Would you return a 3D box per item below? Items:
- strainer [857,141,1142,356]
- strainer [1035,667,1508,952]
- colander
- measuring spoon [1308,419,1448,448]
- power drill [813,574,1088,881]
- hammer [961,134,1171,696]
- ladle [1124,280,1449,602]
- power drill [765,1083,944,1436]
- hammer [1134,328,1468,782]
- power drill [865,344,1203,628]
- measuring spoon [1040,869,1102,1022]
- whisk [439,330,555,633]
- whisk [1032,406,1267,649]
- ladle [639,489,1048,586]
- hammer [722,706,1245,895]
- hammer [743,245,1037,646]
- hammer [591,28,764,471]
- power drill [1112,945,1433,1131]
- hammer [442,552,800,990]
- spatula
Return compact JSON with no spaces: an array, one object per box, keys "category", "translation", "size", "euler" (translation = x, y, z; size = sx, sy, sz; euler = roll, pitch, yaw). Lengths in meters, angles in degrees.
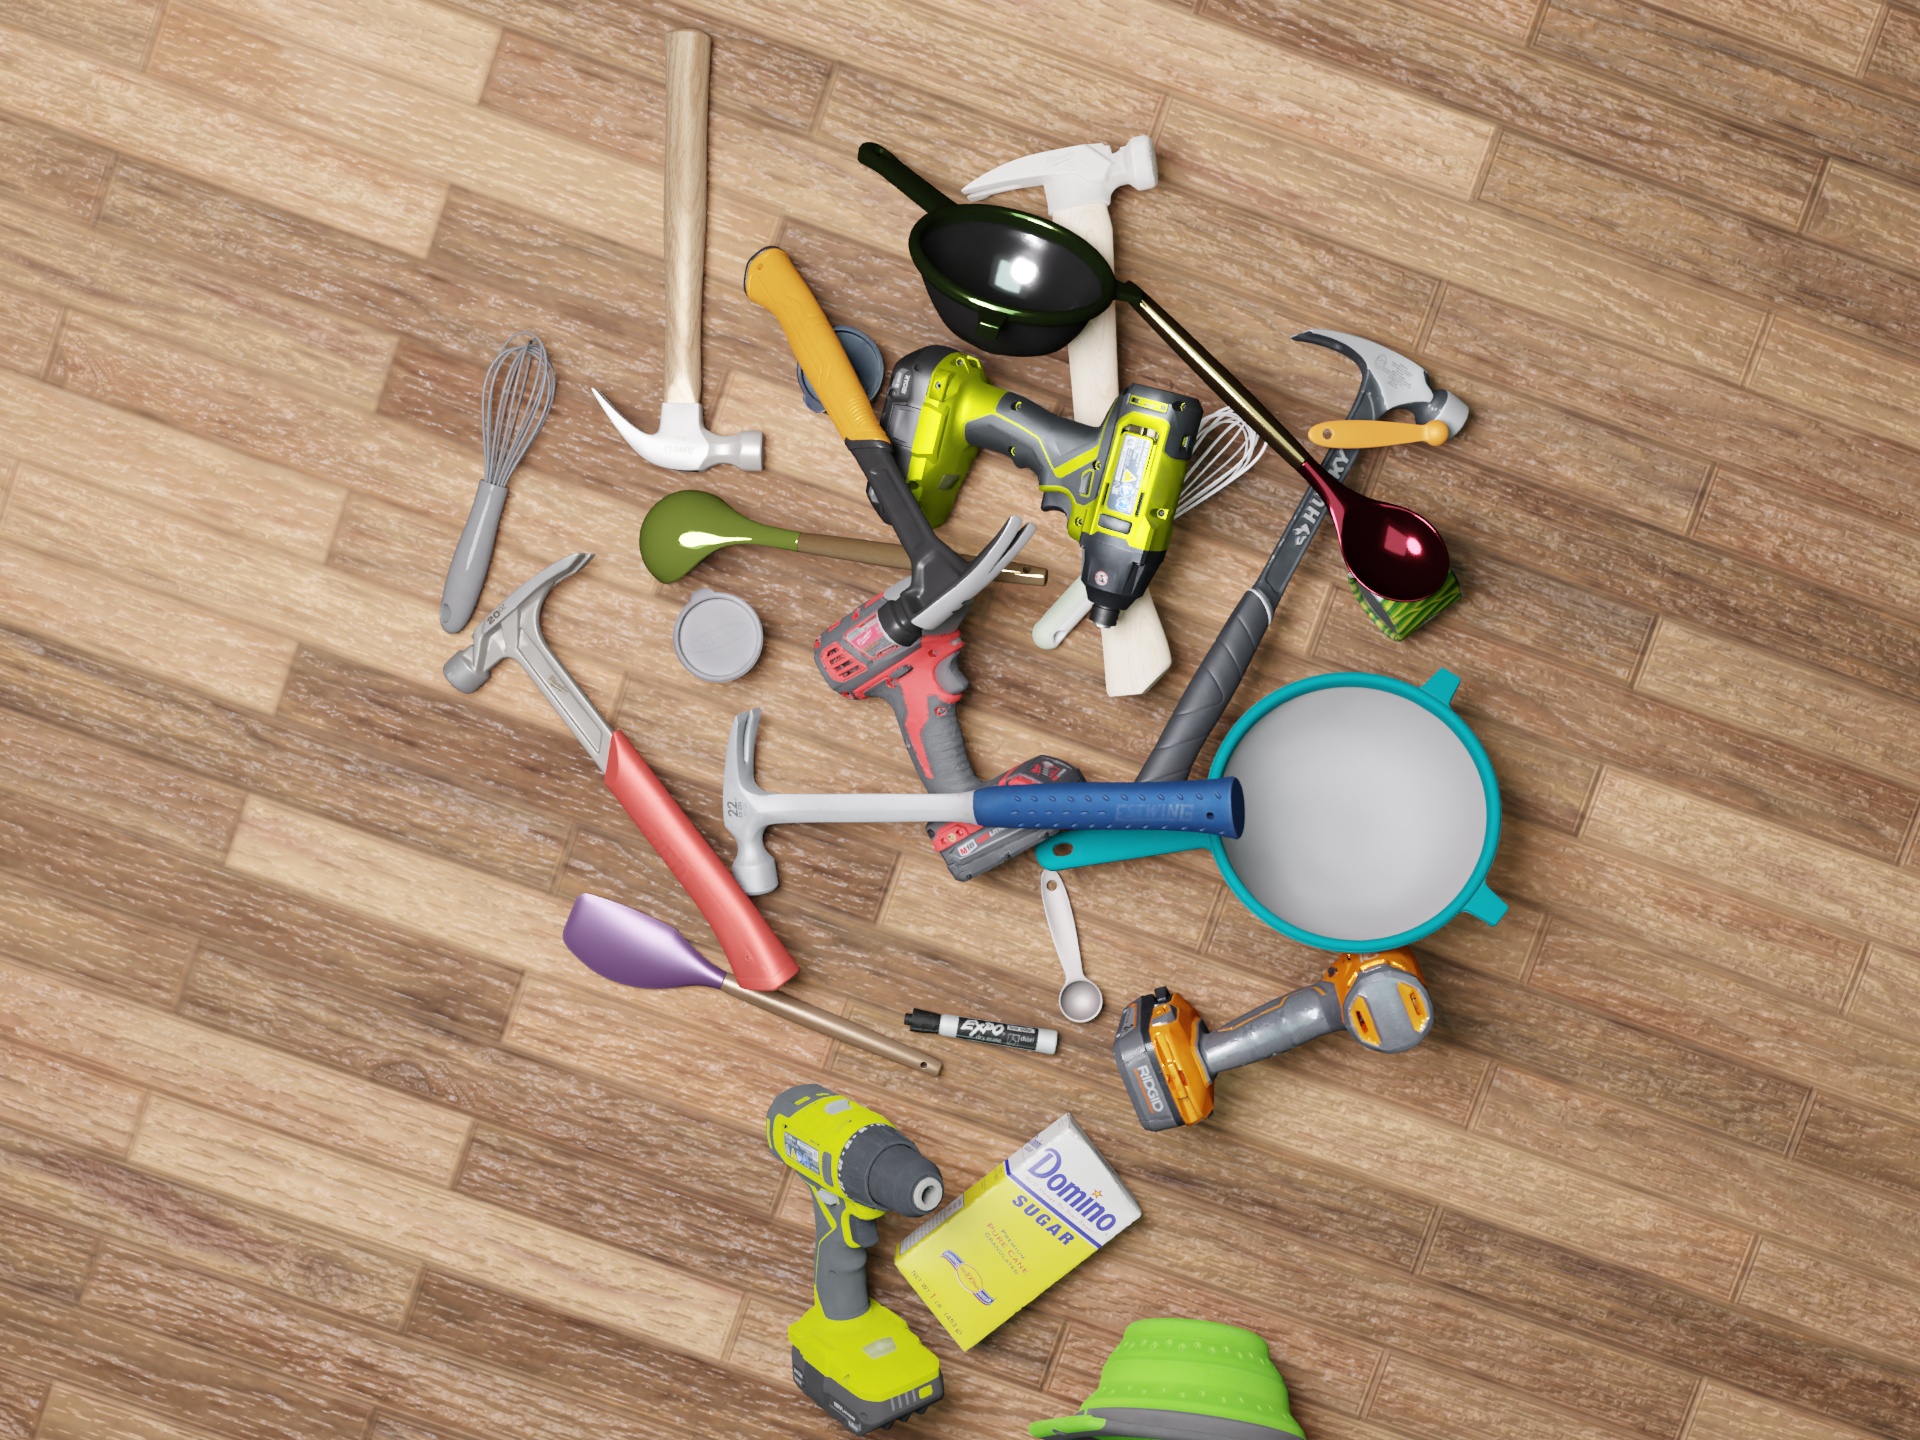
[{"category":"strainer","translation":[-0.001,-0.336,1.163],"size":[0.151,0.069,0.257],"euler":[-21,54,-34]},{"category":"strainer","translation":[0.230,0.086,1.210],"size":[0.340,0.095,0.211],"euler":[-9,71,10]},{"category":"colander","translation":[0.250,0.538,1.231],"size":[0.397,0.204,0.095],"euler":[19,58,-17]},{"category":"measuring spoon","translation":[0.312,-0.213,1.180],"size":[0.117,0.011,0.021],"euler":[-4,93,-16]},{"category":"power drill","translation":[-0.002,-0.004,1.195],"size":[0.143,0.078,0.219],"euler":[-31,91,27]},{"category":"hammer","translation":[0.094,-0.222,1.195],"size":[0.146,0.038,0.410],"euler":[-6,89,15]},{"category":"ladle","translation":[0.229,-0.204,1.150],"size":[0.069,0.031,0.315],"euler":[-45,89,-8]},{"category":"power drill","translation":[-0.071,0.399,1.183],"size":[0.080,0.191,0.228],"euler":[-9,99,-34]},{"category":"hammer","translation":[0.228,-0.104,1.183],"size":[0.149,0.036,0.409],"euler":[32,83,-16]},{"category":"power drill","translation":[0.050,-0.175,1.156],"size":[0.223,0.080,0.171],"euler":[21,105,24]},{"category":"measuring spoon","translation":[0.084,0.176,1.255],"size":[0.034,0.018,0.124],"euler":[-14,86,0]},{"category":"whisk","translation":[-0.360,-0.180,1.219],"size":[0.055,0.055,0.239],"euler":[18,97,-1]},{"category":"whisk","translation":[0.144,-0.147,1.223],"size":[0.246,0.057,0.059],"euler":[-47,58,6]},{"category":"ladle","translation":[-0.090,-0.121,1.173],"size":[0.320,0.062,0.078],"euler":[9,61,14]},{"category":"hammer","translation":[0.002,0.057,1.146],"size":[0.405,0.035,0.144],"euler":[-2,101,25]},{"category":"hammer","translation":[-0.070,-0.220,1.141],"size":[0.127,0.034,0.337],"euler":[-39,65,22]},{"category":"hammer","translation":[-0.214,-0.357,1.217],"size":[0.130,0.031,0.331],"euler":[1,92,-1]},{"category":"power drill","translation":[0.237,0.223,1.198],"size":[0.226,0.164,0.084],"euler":[-21,93,13]},{"category":"hammer","translation":[-0.235,0.051,1.208],"size":[0.149,0.037,0.359],"euler":[-39,87,13]},{"category":"spatula","translation":[-0.163,0.217,1.251],"size":[0.316,0.018,0.060],"euler":[22,93,0]}]
